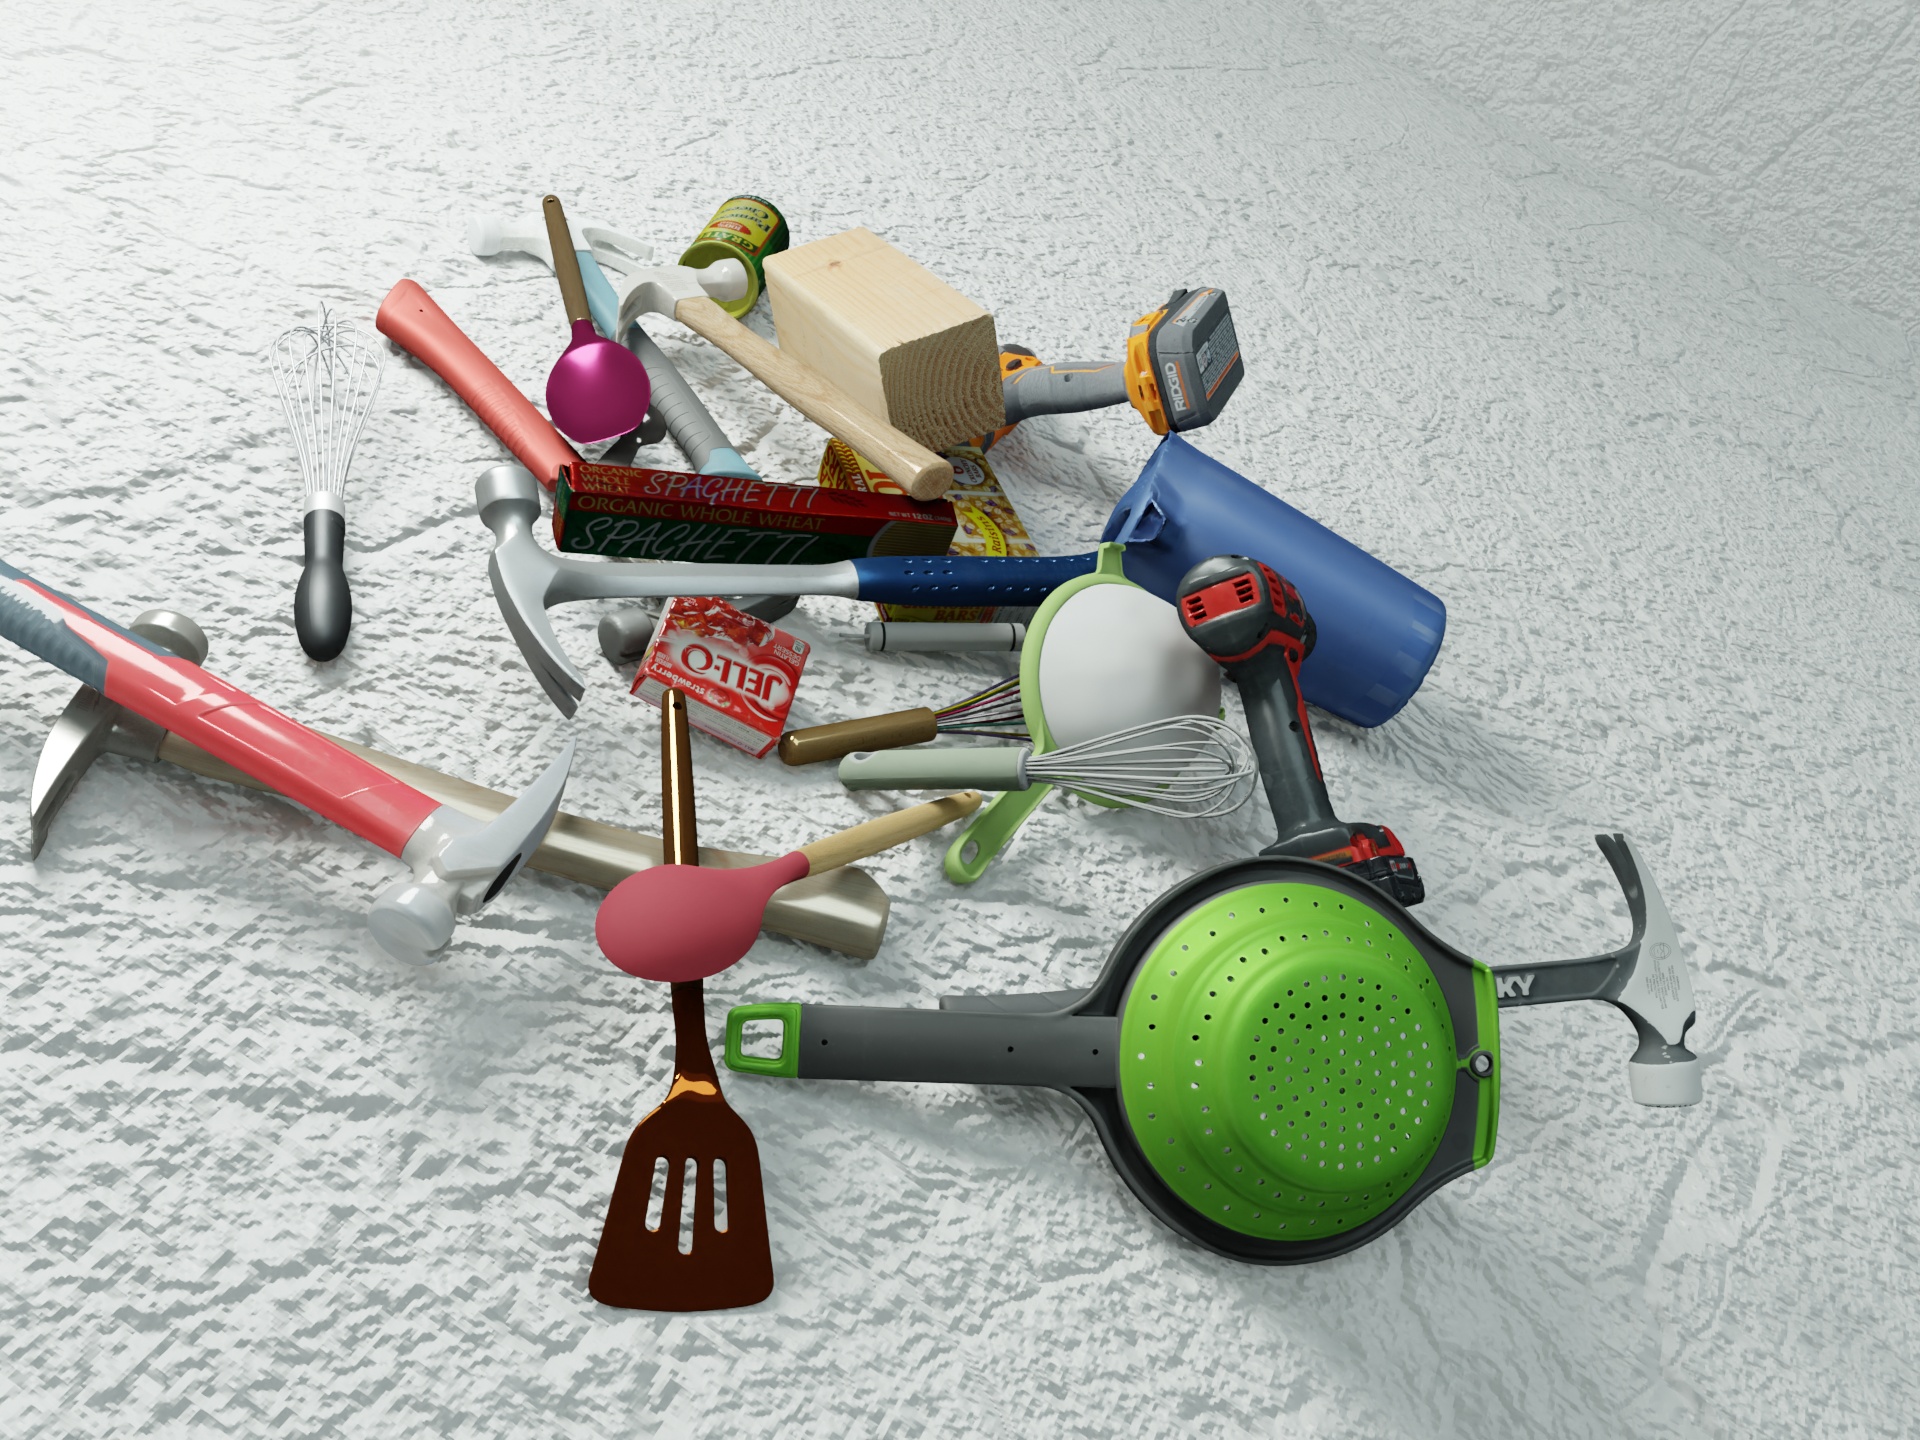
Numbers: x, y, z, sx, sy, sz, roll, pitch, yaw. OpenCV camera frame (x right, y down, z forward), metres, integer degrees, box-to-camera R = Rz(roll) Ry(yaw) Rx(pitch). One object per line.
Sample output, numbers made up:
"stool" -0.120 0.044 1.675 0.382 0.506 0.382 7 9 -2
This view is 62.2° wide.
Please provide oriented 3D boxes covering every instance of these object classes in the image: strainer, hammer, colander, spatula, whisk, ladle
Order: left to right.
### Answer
"hammer" -0.377 -0.028 0.760 0.386 0.038 0.143 29 41 1
"whisk" -0.374 -0.145 0.935 0.070 0.070 0.285 3 49 -25
"hammer" -0.235 0.059 0.801 0.410 0.038 0.146 17 42 -11
"hammer" -0.262 -0.175 1.041 0.149 0.036 0.359 -24 60 -43
"hammer" -0.238 -0.271 1.161 0.128 0.033 0.331 -13 53 -36
"spatula" -0.135 0.115 0.764 0.081 0.041 0.323 8 48 -21
"hammer" -0.124 -0.237 1.090 0.130 0.031 0.332 -21 47 -36
"ladle" -0.069 0.071 0.826 0.069 0.031 0.315 34 24 21
"hammer" -0.074 -0.078 0.947 0.405 0.035 0.144 -3 63 -31
"whisk" -0.002 -0.005 0.990 0.245 0.047 0.051 -10 53 -31
"strainer" 0.045 -0.057 1.063 0.258 0.050 0.087 -1 11 -19
"whisk" 0.044 0.028 0.892 0.246 0.059 0.058 -2 17 21
"strainer" 0.083 0.009 0.959 0.256 0.069 0.151 -46 111 -35
"colander" 0.087 0.161 0.760 0.397 0.094 0.204 3 82 -7
"hammer" 0.192 0.144 0.840 0.409 0.036 0.149 -3 84 -8

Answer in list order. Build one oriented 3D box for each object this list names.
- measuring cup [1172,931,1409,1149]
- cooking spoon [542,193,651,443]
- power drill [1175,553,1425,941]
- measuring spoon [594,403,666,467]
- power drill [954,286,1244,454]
"measuring cup" 0.185 0.188 0.882 0.168 0.038 0.083 45 43 17
"cooking spoon" -0.268 -0.288 1.115 0.069 0.017 0.319 -18 49 -5
"power drill" 0.207 0.014 0.971 0.187 0.080 0.227 11 61 -65
"measuring spoon" -0.219 -0.171 1.018 0.034 0.018 0.124 23 41 -5
"power drill" 0.095 -0.266 1.221 0.226 0.084 0.164 -5 29 28
